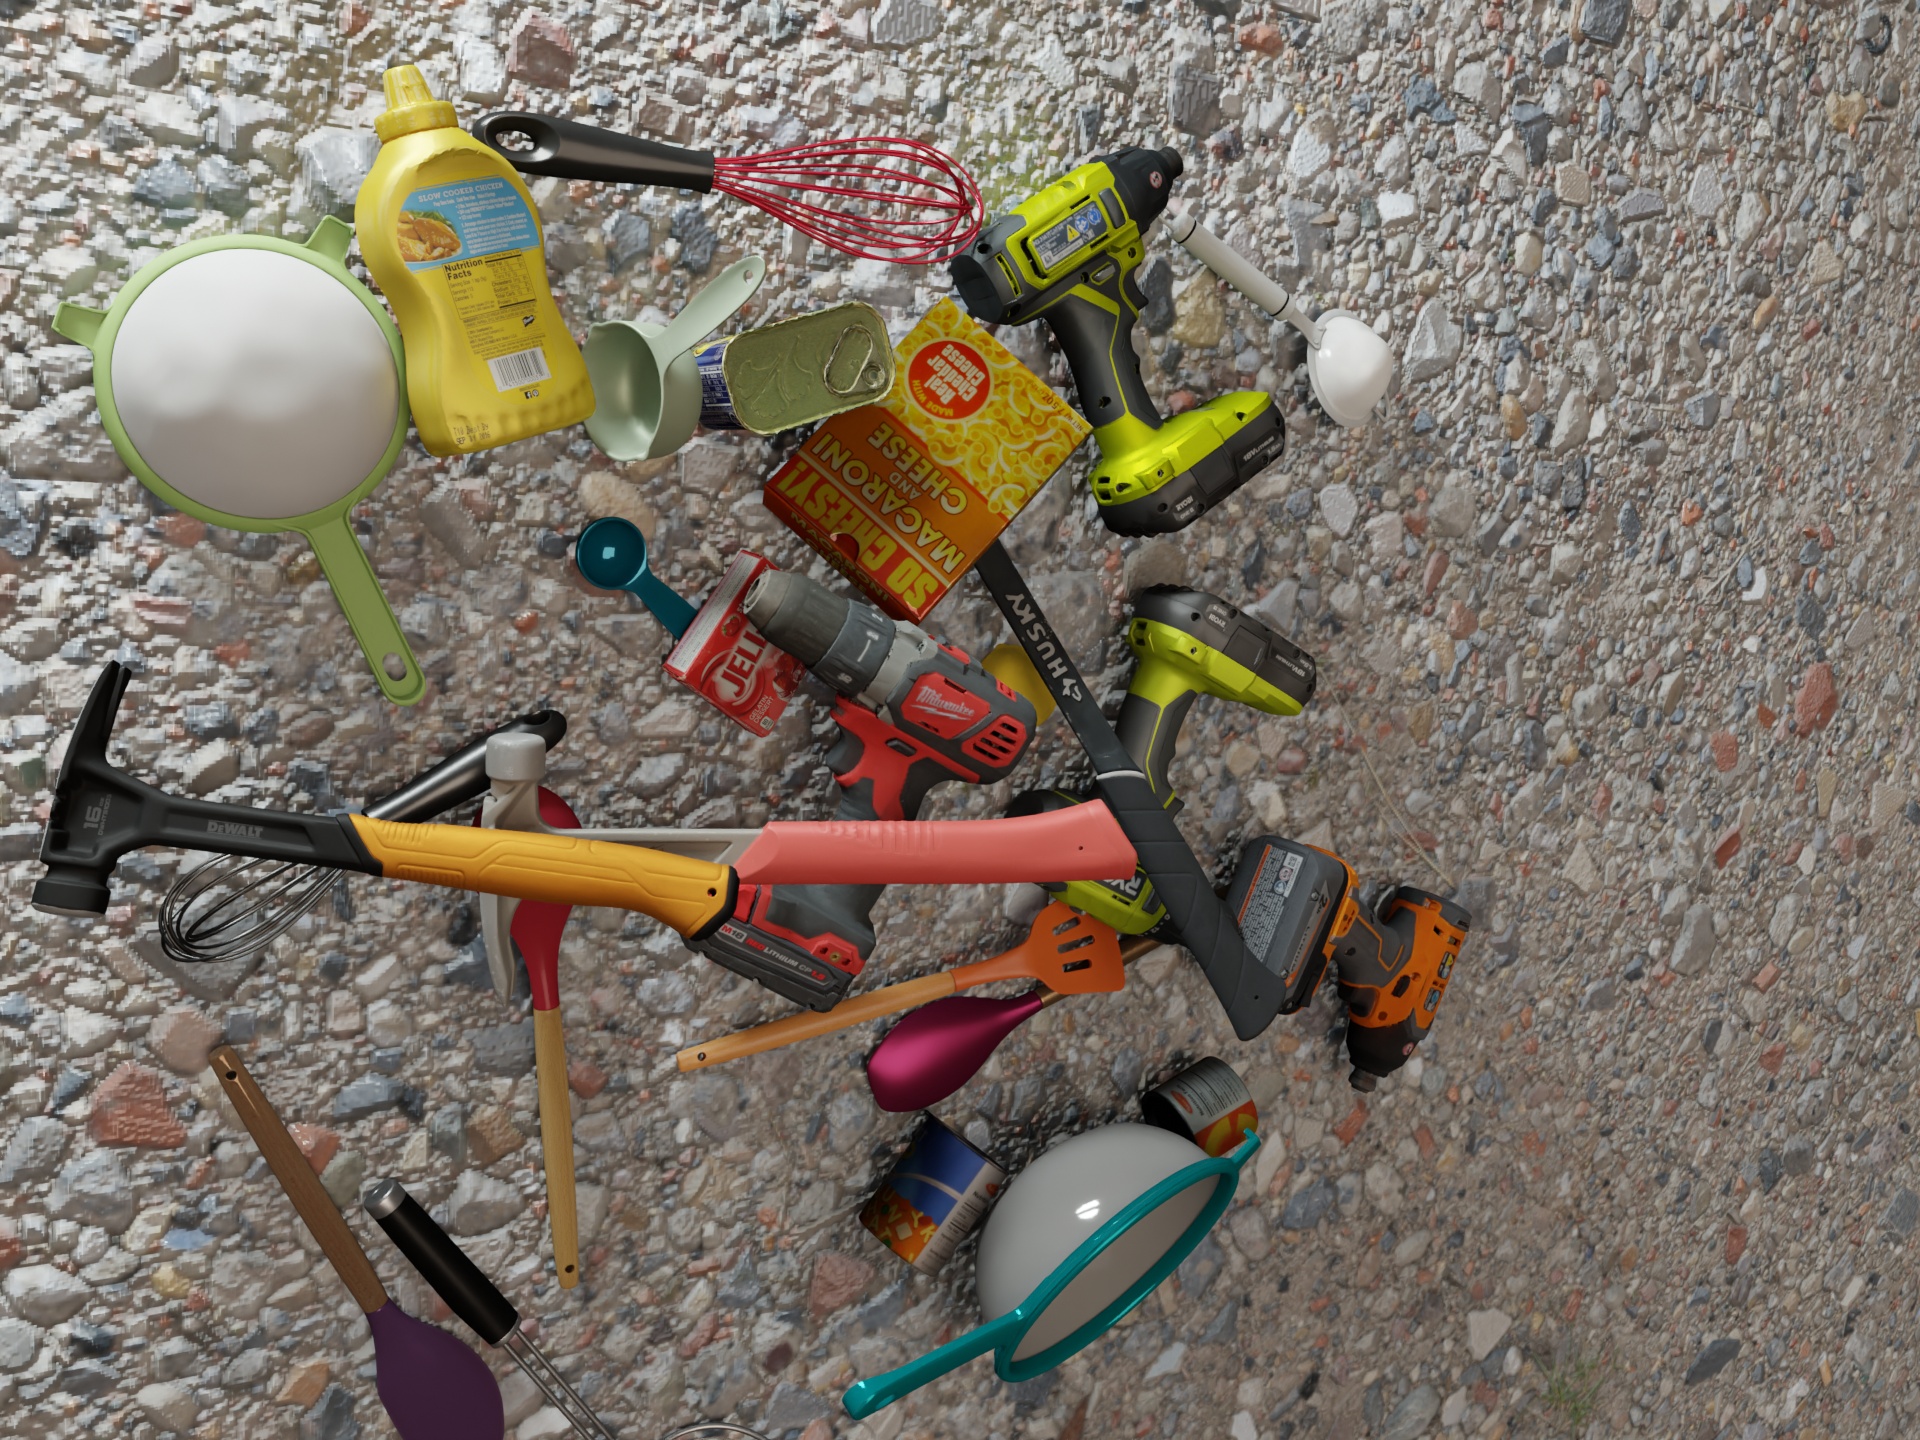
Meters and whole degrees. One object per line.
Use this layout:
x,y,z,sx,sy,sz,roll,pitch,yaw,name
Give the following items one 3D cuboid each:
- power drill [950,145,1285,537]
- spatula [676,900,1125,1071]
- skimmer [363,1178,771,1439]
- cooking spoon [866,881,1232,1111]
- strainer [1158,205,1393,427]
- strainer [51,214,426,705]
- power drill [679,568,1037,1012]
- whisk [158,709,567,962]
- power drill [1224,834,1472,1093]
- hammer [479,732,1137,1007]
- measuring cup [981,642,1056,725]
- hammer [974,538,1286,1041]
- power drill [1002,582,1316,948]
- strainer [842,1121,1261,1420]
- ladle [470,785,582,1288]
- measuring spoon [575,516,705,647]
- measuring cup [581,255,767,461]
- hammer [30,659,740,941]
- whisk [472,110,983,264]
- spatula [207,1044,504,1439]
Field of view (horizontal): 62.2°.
0.114,-0.247,1.032,0.171,0.080,0.223,-37,111,-18,power drill
-0.031,0.180,1.052,0.322,0.041,0.081,-13,85,-20,spatula
-0.219,0.405,0.954,0.363,0.090,0.127,58,39,-21,skimmer
0.075,0.185,1.117,0.319,0.017,0.068,-25,107,-24,cooking spoon
0.231,-0.284,1.111,0.258,0.050,0.087,29,69,-26,strainer
-0.330,-0.121,0.810,0.151,0.069,0.256,-28,109,-22,strainer
-0.085,0.037,0.935,0.187,0.080,0.226,31,98,-20,power drill
-0.319,0.057,0.865,0.239,0.055,0.055,-33,113,-26,whisk
0.285,0.187,1.192,0.226,0.084,0.164,24,87,-39,power drill
-0.082,0.083,0.884,0.359,0.037,0.149,1,99,-6,hammer
-0.002,-0.003,1.035,0.156,0.029,0.062,-23,109,-25,measuring cup
0.088,0.021,1.008,0.149,0.036,0.409,-31,91,-14,hammer
0.150,0.040,1.096,0.190,0.080,0.228,28,86,-24,power drill
0.037,0.351,1.042,0.340,0.095,0.211,-8,135,-44,strainer
-0.244,0.193,0.940,0.069,0.031,0.315,-8,104,-28,ladle
-0.179,-0.071,0.937,0.042,0.021,0.128,-52,127,-12,measuring spoon
-0.145,-0.199,0.853,0.038,0.167,0.083,-14,79,-50,measuring cup
-0.280,0.059,0.816,0.336,0.034,0.127,10,78,-12,hammer
-0.123,-0.308,0.902,0.295,0.073,0.073,1,98,-22,whisk
-0.344,0.313,0.910,0.060,0.018,0.315,-31,113,-22,spatula
